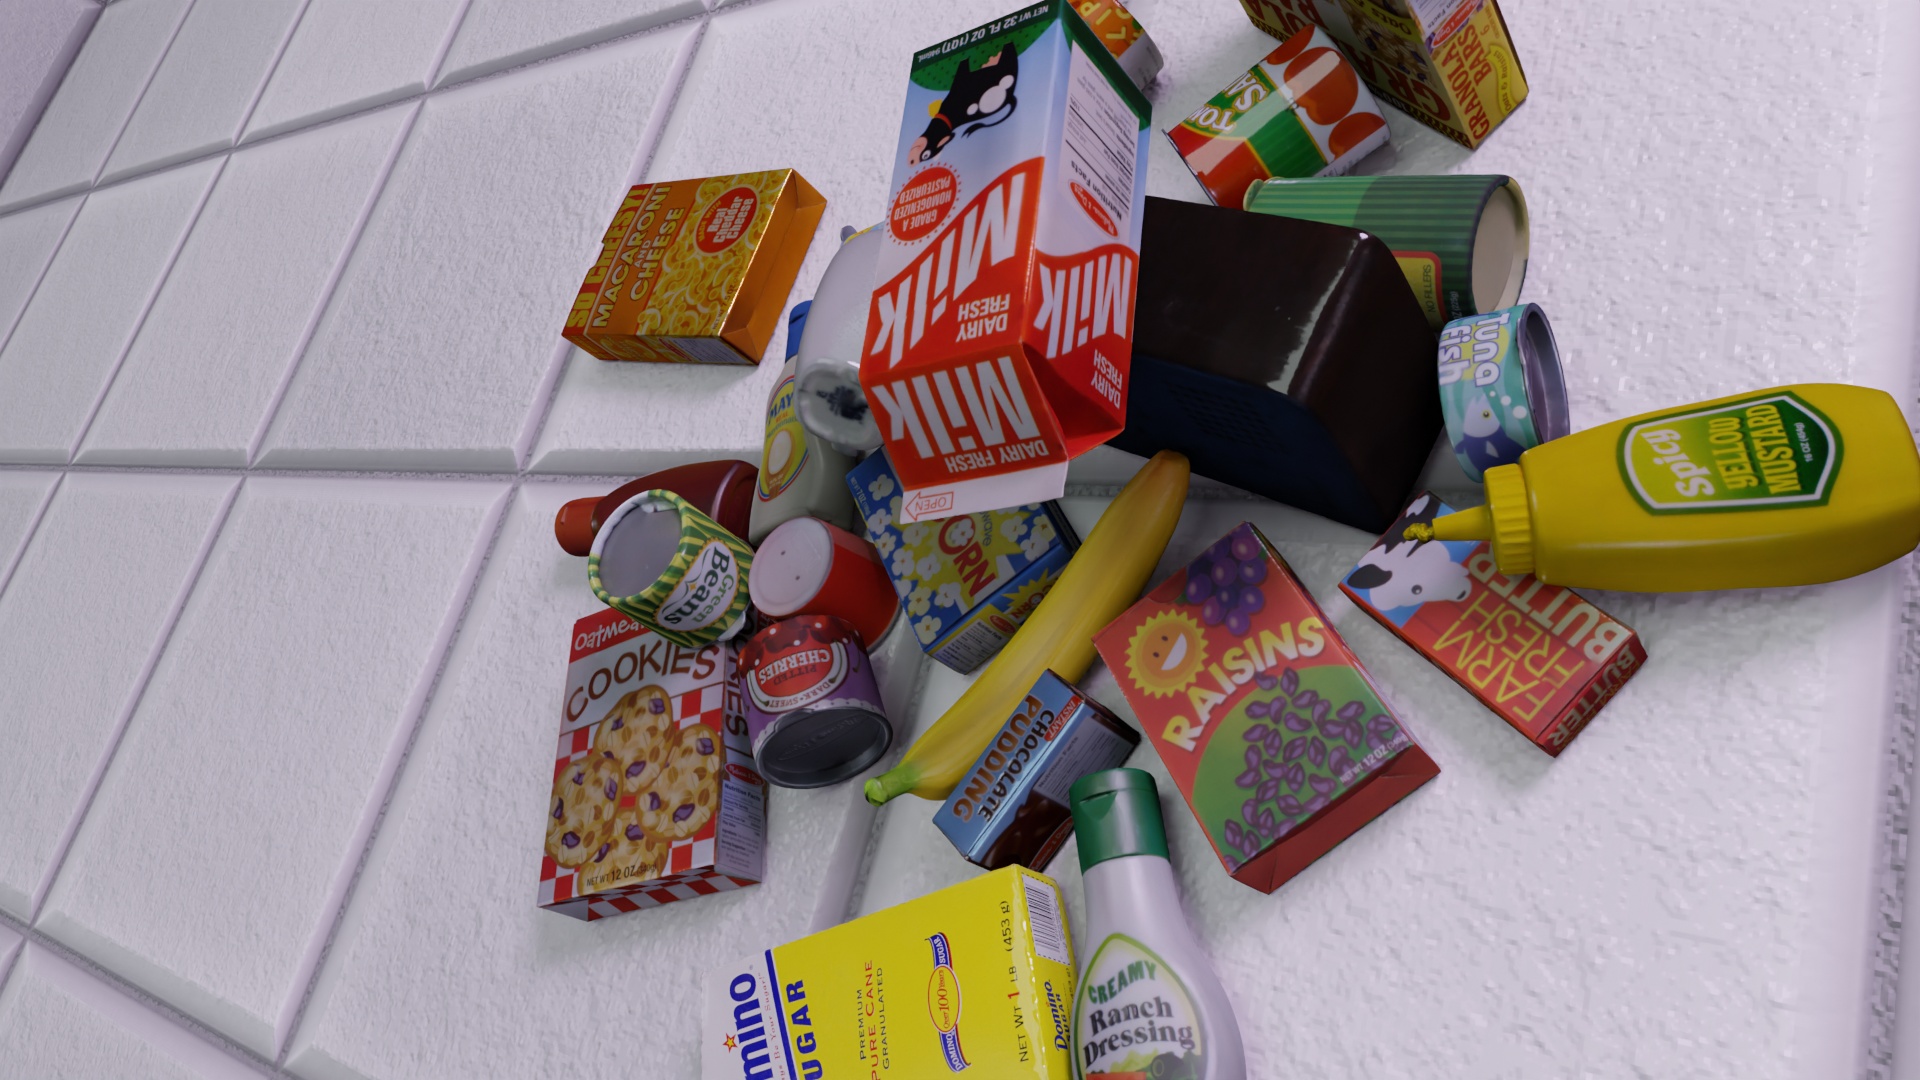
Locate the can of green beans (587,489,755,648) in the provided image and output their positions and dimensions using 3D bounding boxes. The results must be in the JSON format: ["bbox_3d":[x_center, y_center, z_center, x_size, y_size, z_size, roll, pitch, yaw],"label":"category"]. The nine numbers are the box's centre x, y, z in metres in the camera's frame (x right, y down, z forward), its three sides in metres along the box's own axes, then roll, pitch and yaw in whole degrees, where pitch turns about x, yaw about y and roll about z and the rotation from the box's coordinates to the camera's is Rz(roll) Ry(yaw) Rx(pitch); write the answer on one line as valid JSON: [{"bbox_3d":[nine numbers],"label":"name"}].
[{"bbox_3d":[-0.148,0.015,0.716,0.071,0.057,0.071,-15,57,25],"label":"can of green beans"}]

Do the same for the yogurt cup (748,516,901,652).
[{"bbox_3d":[-0.071,0.023,0.711,0.072,0.054,0.073,-17,57,28],"label":"yogurt cup"}]

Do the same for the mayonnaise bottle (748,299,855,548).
[{"bbox_3d":[-0.084,-0.066,0.777,0.064,0.041,0.149,-25,52,39],"label":"mayonnaise bottle"}]

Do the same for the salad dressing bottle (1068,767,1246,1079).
[{"bbox_3d":[0.069,0.162,0.535,0.064,0.044,0.148,-23,54,24],"label":"salad dressing bottle"}]

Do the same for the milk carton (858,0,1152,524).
[{"bbox_3d":[0.018,-0.097,0.519,0.072,0.073,0.191,-9,63,35],"label":"milk carton"}]

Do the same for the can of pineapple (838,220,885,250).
[{"bbox_3d":[-0.026,-0.148,0.761,0.058,0.071,0.071,-17,57,29],"label":"can of pineapple"}]

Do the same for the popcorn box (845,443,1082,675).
[{"bbox_3d":[0.002,-0.009,0.684,0.085,0.038,0.127,-39,49,14],"label":"popcorn box"}]

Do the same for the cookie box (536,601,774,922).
[{"bbox_3d":[-0.160,0.106,0.741,0.122,0.040,0.168,-19,55,28],"label":"cookie box"}]

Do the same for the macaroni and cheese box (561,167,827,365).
[{"bbox_3d":[-0.178,-0.179,0.913,0.166,0.040,0.124,7,70,39],"label":"macaroni and cheese box"}]

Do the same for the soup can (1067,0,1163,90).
[{"bbox_3d":[0.057,-0.254,0.758,0.083,0.071,0.071,-45,48,8],"label":"soup can"}]

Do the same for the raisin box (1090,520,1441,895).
[{"bbox_3d":[0.118,0.064,0.556,0.086,0.040,0.124,-40,48,14],"label":"raisin box"}]

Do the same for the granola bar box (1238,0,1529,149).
[{"bbox_3d":[0.174,-0.261,0.636,0.039,0.124,0.166,-45,48,8],"label":"granola bar box"}]

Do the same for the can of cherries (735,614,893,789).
[{"bbox_3d":[-0.072,0.076,0.671,0.071,0.071,0.058,-35,49,17],"label":"can of cherries"}]

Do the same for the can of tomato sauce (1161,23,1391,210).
[{"bbox_3d":[0.148,-0.192,0.655,0.083,0.071,0.071,-35,50,16],"label":"can of tomato sauce"}]

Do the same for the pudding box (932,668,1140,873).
[{"bbox_3d":[0.033,0.102,0.592,0.083,0.049,0.030,-54,45,0],"label":"pudding box"}]

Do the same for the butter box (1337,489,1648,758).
[{"bbox_3d":[0.198,0.029,0.525,0.053,0.024,0.104,-48,47,4],"label":"butter box"}]

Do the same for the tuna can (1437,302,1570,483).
[{"bbox_3d":[0.208,-0.057,0.533,0.033,0.071,0.071,-10,61,35],"label":"tuna can"}]

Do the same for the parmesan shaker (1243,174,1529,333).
[{"bbox_3d":[0.179,-0.124,0.592,0.103,0.071,0.071,11,73,40],"label":"parmesan shaker"}]

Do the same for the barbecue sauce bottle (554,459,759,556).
[{"bbox_3d":[-0.179,-0.011,0.819,0.148,0.043,0.065,-3,64,36],"label":"barbecue sauce bottle"}]

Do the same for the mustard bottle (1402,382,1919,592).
[{"bbox_3d":[0.237,-0.012,0.483,0.160,0.048,0.065,-9,52,19],"label":"mustard bottle"}]
